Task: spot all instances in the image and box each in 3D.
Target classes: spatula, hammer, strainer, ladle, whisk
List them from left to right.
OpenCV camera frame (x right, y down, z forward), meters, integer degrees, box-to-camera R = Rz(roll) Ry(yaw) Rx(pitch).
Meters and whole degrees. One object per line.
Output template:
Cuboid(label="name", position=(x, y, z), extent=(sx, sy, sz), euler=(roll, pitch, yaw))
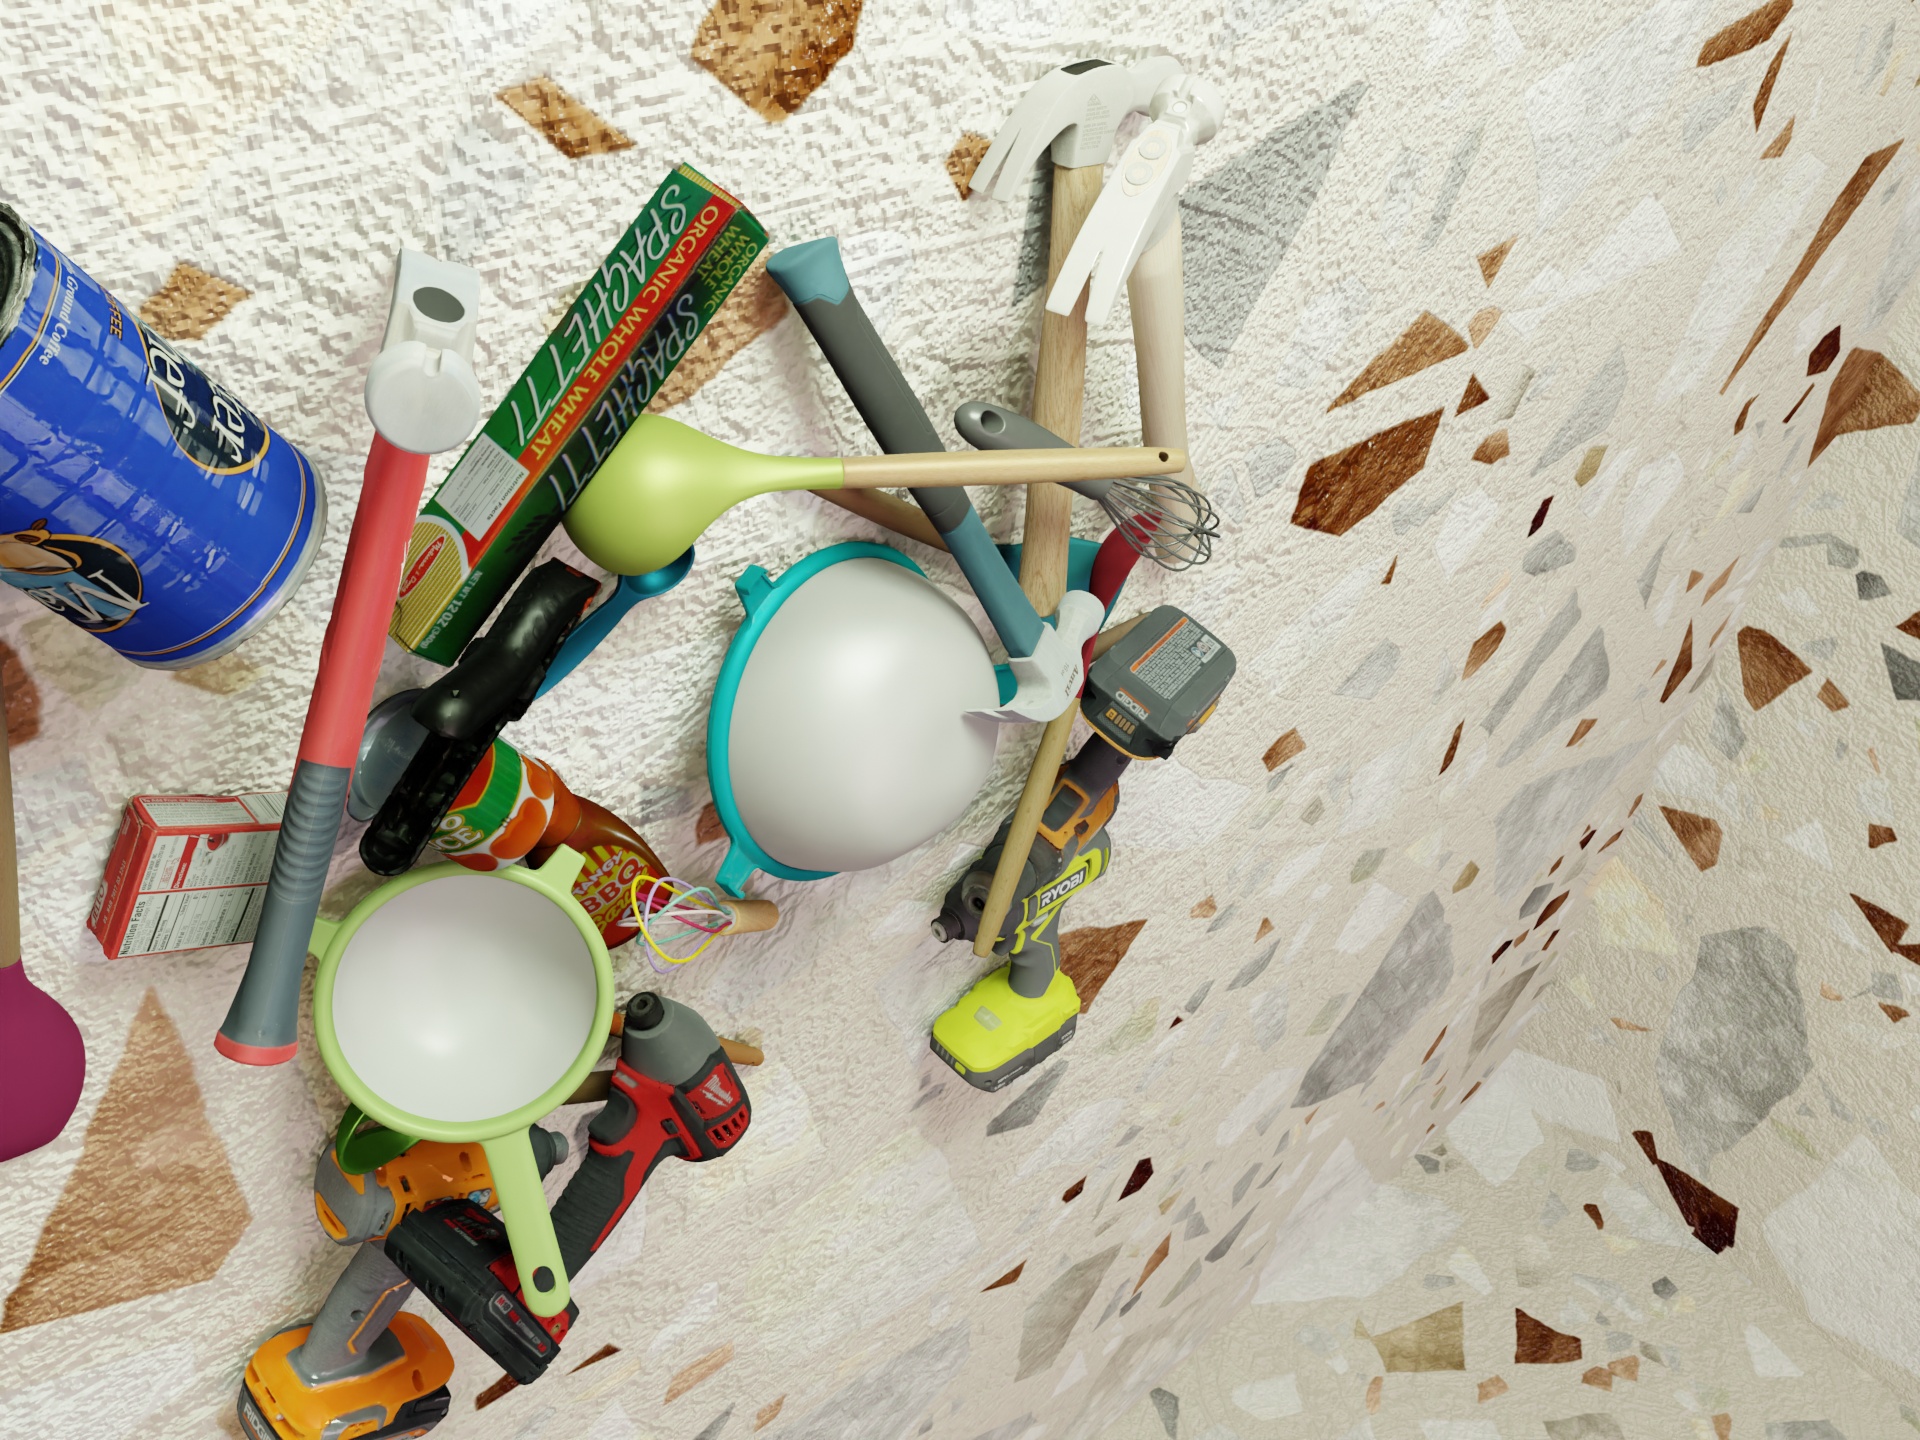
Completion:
Cuboid(label="hammer", position=(-0.267, -0.007, 0.682), extent=(0.038, 0.143, 0.386), euler=(12, 120, -23))
Cuboid(label="strainer", position=(-0.254, 0.195, 0.865), extent=(0.151, 0.069, 0.256), euler=(-15, 100, -15))
Cuboid(label="spatula", position=(-0.213, 0.211, 1.046), extent=(0.081, 0.041, 0.322), euler=(-30, 152, 13))
Cuboid(label="whisk", position=(-0.151, 0.117, 0.969), extent=(0.051, 0.047, 0.245), euler=(-54, 170, 0))
Cuboid(label="ladle", position=(-0.038, -0.120, 0.794), extent=(0.320, 0.078, 0.062), euler=(-5, 168, -19))
Cuboid(label="hammer", position=(-0.010, -0.123, 0.871), extent=(0.330, 0.033, 0.128), euler=(56, 44, -38))
Cuboid(label="strainer", position=(-0.002, -0.003, 0.989), extent=(0.340, 0.095, 0.211), euler=(-11, 112, -49))
Cuboid(label="spatula", position=(0.001, -0.110, 0.982), extent=(0.317, 0.044, 0.082), euler=(15, 106, -55))
Cuboid(label="ladle", position=(0.065, 0.008, 1.048), extent=(0.069, 0.031, 0.315), euler=(-111, -140, -85))
Cuboid(label="hammer", position=(0.058, -0.209, 0.930), extent=(0.130, 0.031, 0.331), euler=(-22, 131, -34))
Cuboid(label="whisk", position=(0.078, -0.137, 0.926), extent=(0.238, 0.055, 0.055), euler=(17, 109, -46))
Cuboid(label="hammer", position=(0.120, -0.193, 0.976), extent=(0.146, 0.038, 0.410), euler=(-62, 162, -15))

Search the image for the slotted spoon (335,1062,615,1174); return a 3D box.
Cuboid(label="slotted spoon", position=(-0.255, 0.231, 0.983), extent=(0.313, 0.031, 0.070), euler=(11, 109, -58))

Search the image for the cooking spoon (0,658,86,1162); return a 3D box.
Cuboid(label="cooking spoon", position=(-0.414, 0.083, 0.683), extent=(0.068, 0.017, 0.318), euler=(-17, 136, -43))

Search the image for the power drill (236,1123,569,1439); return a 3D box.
Cuboid(label="power drill", position=(-0.340, 0.344, 0.989), extent=(0.164, 0.084, 0.226), euler=(4, 116, -53))

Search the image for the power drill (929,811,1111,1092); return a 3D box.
Cuboid(label="power drill", position=(0.040, 0.195, 1.317), extent=(0.171, 0.080, 0.223), euler=(-27, 138, -34))

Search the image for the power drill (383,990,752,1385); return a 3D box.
Cuboid(label="power drill", position=(-0.224, 0.268, 0.954), extent=(0.220, 0.079, 0.143), euler=(-47, 142, -28))

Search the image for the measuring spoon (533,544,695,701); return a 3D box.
Cuboid(label="measuring spoon", position=(-0.192, -0.057, 0.828), extent=(0.128, 0.021, 0.042), euler=(-43, 149, 5))

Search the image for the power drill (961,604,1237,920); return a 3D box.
Cuboid(label="power drill", position=(0.090, 0.040, 1.148), extent=(0.185, 0.084, 0.226), euler=(-40, 167, -49))

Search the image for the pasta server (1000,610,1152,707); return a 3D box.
Cuboid(label="pasta server", position=(0.034, -0.027, 1.130), extent=(0.316, 0.040, 0.060), euler=(-27, 141, -39))
